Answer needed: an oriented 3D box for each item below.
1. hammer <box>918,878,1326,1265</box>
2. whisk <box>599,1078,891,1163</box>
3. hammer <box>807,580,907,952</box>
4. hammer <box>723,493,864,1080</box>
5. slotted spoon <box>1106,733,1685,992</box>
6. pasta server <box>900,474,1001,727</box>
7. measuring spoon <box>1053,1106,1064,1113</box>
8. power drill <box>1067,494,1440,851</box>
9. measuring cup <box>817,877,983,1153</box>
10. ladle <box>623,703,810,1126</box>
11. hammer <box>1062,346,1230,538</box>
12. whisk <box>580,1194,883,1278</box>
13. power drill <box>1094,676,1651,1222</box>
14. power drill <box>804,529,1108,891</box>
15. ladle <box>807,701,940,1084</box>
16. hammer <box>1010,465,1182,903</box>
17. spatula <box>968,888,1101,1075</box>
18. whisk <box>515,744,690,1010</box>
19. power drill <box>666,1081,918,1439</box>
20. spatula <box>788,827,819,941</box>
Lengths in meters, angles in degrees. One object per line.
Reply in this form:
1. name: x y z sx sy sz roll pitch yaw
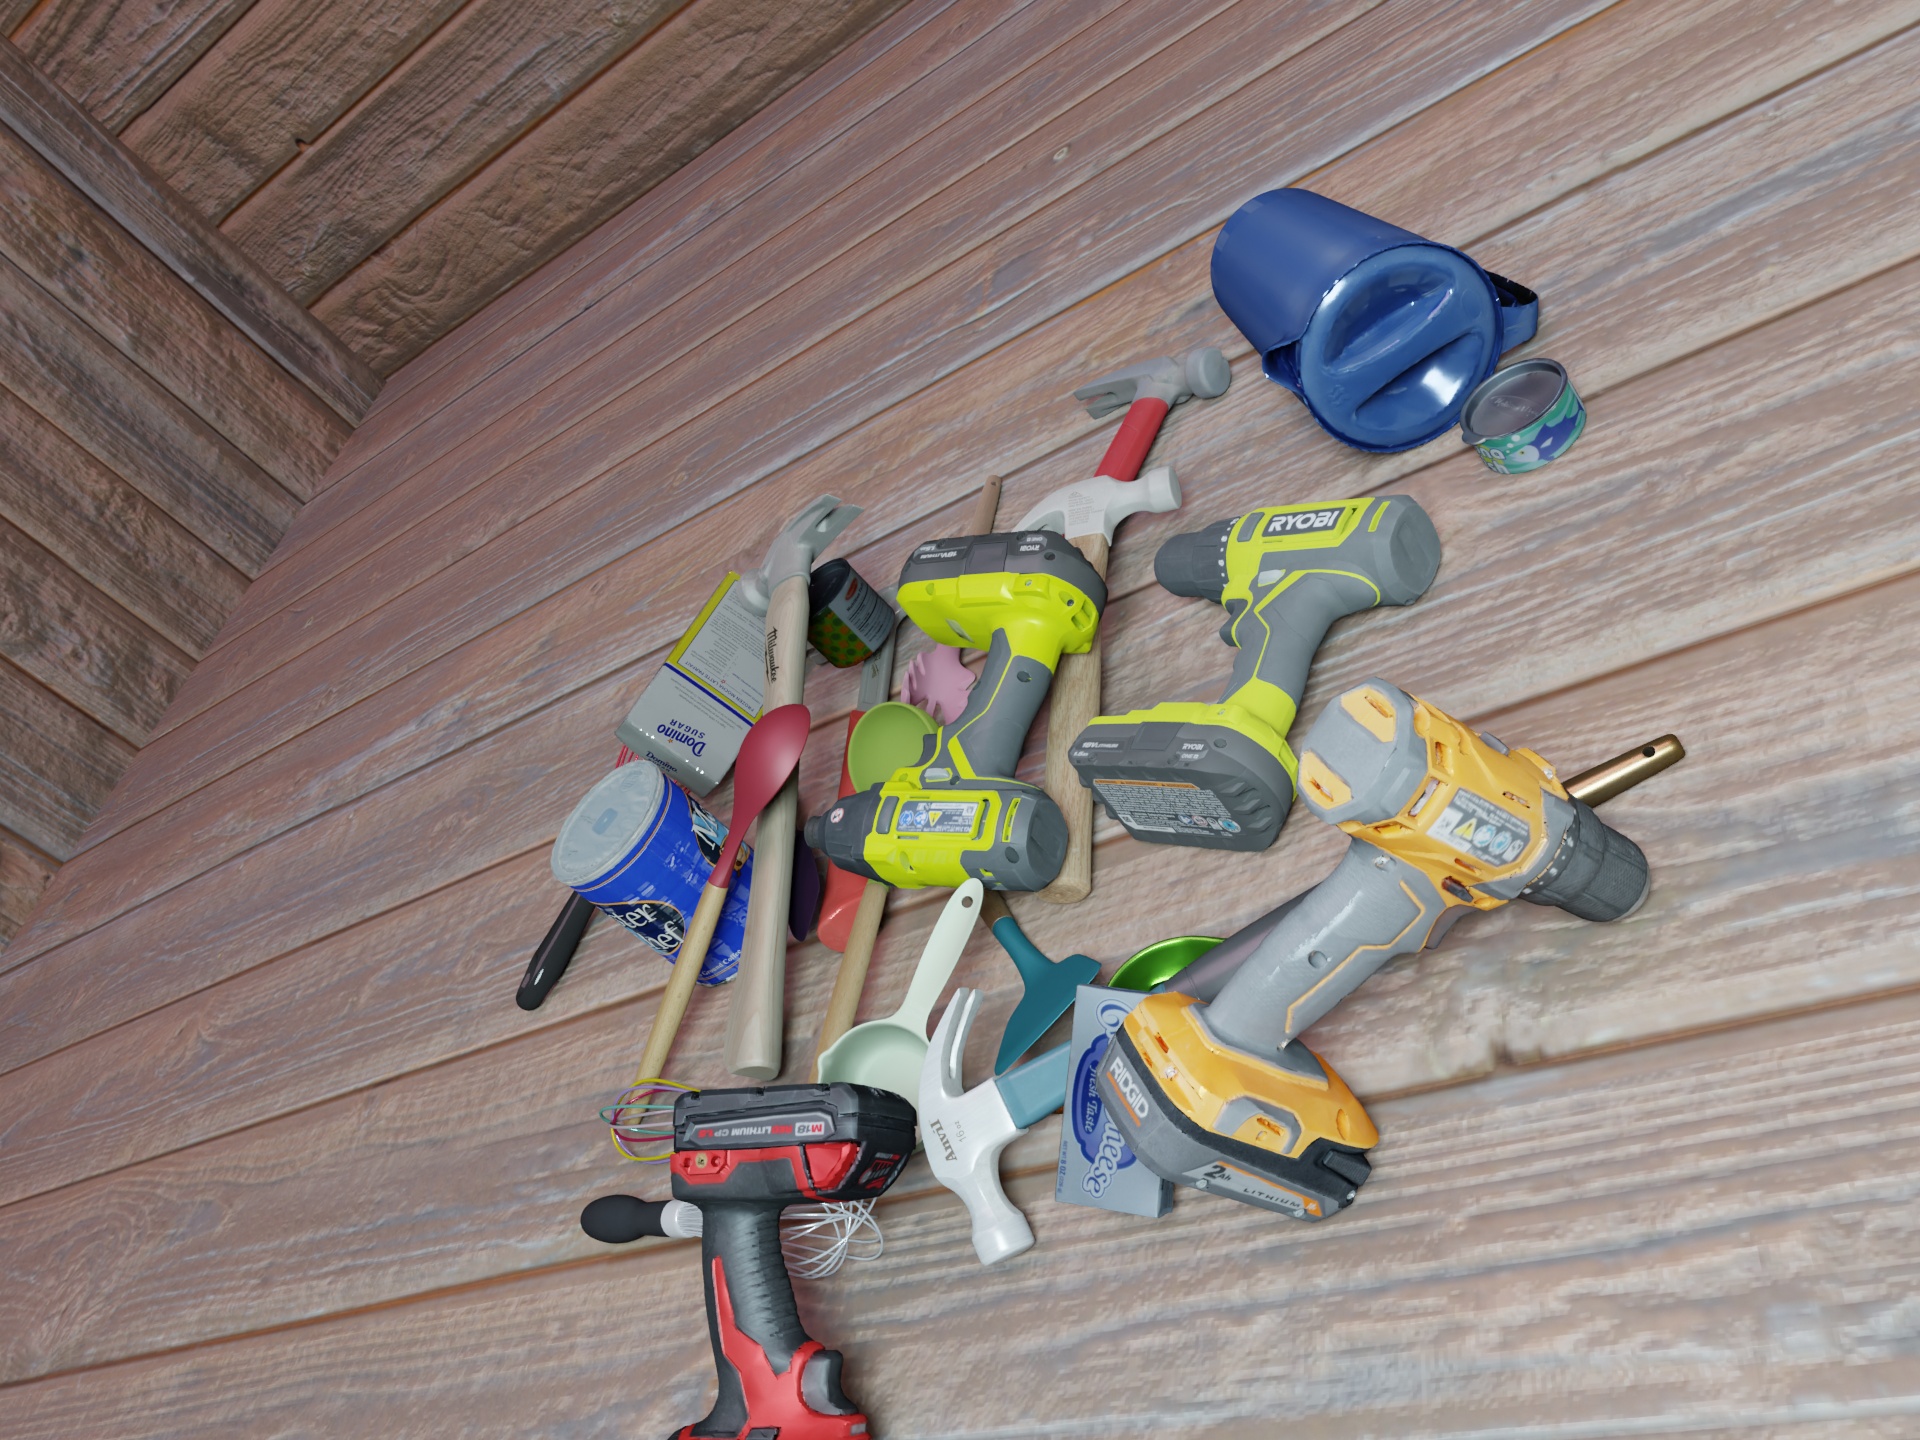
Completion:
1. hammer: 0.120 0.136 0.787 0.331 0.033 0.128 -33 68 13
2. whisk: -0.140 0.243 1.001 0.245 0.051 0.047 -15 37 35
3. hammer: -0.078 0.026 1.185 0.149 0.036 0.359 -28 35 26
4. hammer: -0.121 0.038 1.093 0.146 0.038 0.411 -37 44 48
5. slotted spoon: 0.210 0.089 0.792 0.314 0.031 0.070 -31 52 17
6. pasta server: 0.004 -0.098 1.233 0.040 0.060 0.316 121 168 -45
7. measuring spoon: 0.068 0.197 0.842 0.117 0.011 0.021 -11 45 42
8. power drill: 0.160 -0.039 0.951 0.191 0.080 0.229 1 51 48
9. measuring cup: -0.021 0.170 0.911 0.083 0.038 0.167 21 79 23
10. ladle: -0.170 0.132 1.064 0.069 0.031 0.315 38 109 60
11. hammer: 0.074 -0.122 1.180 0.143 0.038 0.386 -5 49 48
12. whisk: -0.145 0.295 0.940 0.284 0.070 0.070 -18 40 44
13. power drill: 0.186 0.108 0.696 0.226 0.185 0.084 -59 29 14
14. power drill: -0.002 -0.003 0.992 0.171 0.080 0.223 -1 60 32
15. ladle: -0.067 0.122 1.000 0.078 0.062 0.320 -18 41 35
16. hammer: 0.074 -0.031 1.040 0.130 0.031 0.332 -10 51 23
17. spatula: 0.012 0.107 0.981 0.082 0.044 0.318 -48 30 6
18. whisk: -0.287 0.105 1.318 0.073 0.073 0.296 5 64 51
19. power drill: -0.078 0.294 0.779 0.143 0.078 0.220 -8 69 20
20. spatula: -0.133 0.072 1.183 0.316 0.018 0.059 -119 43 -64
